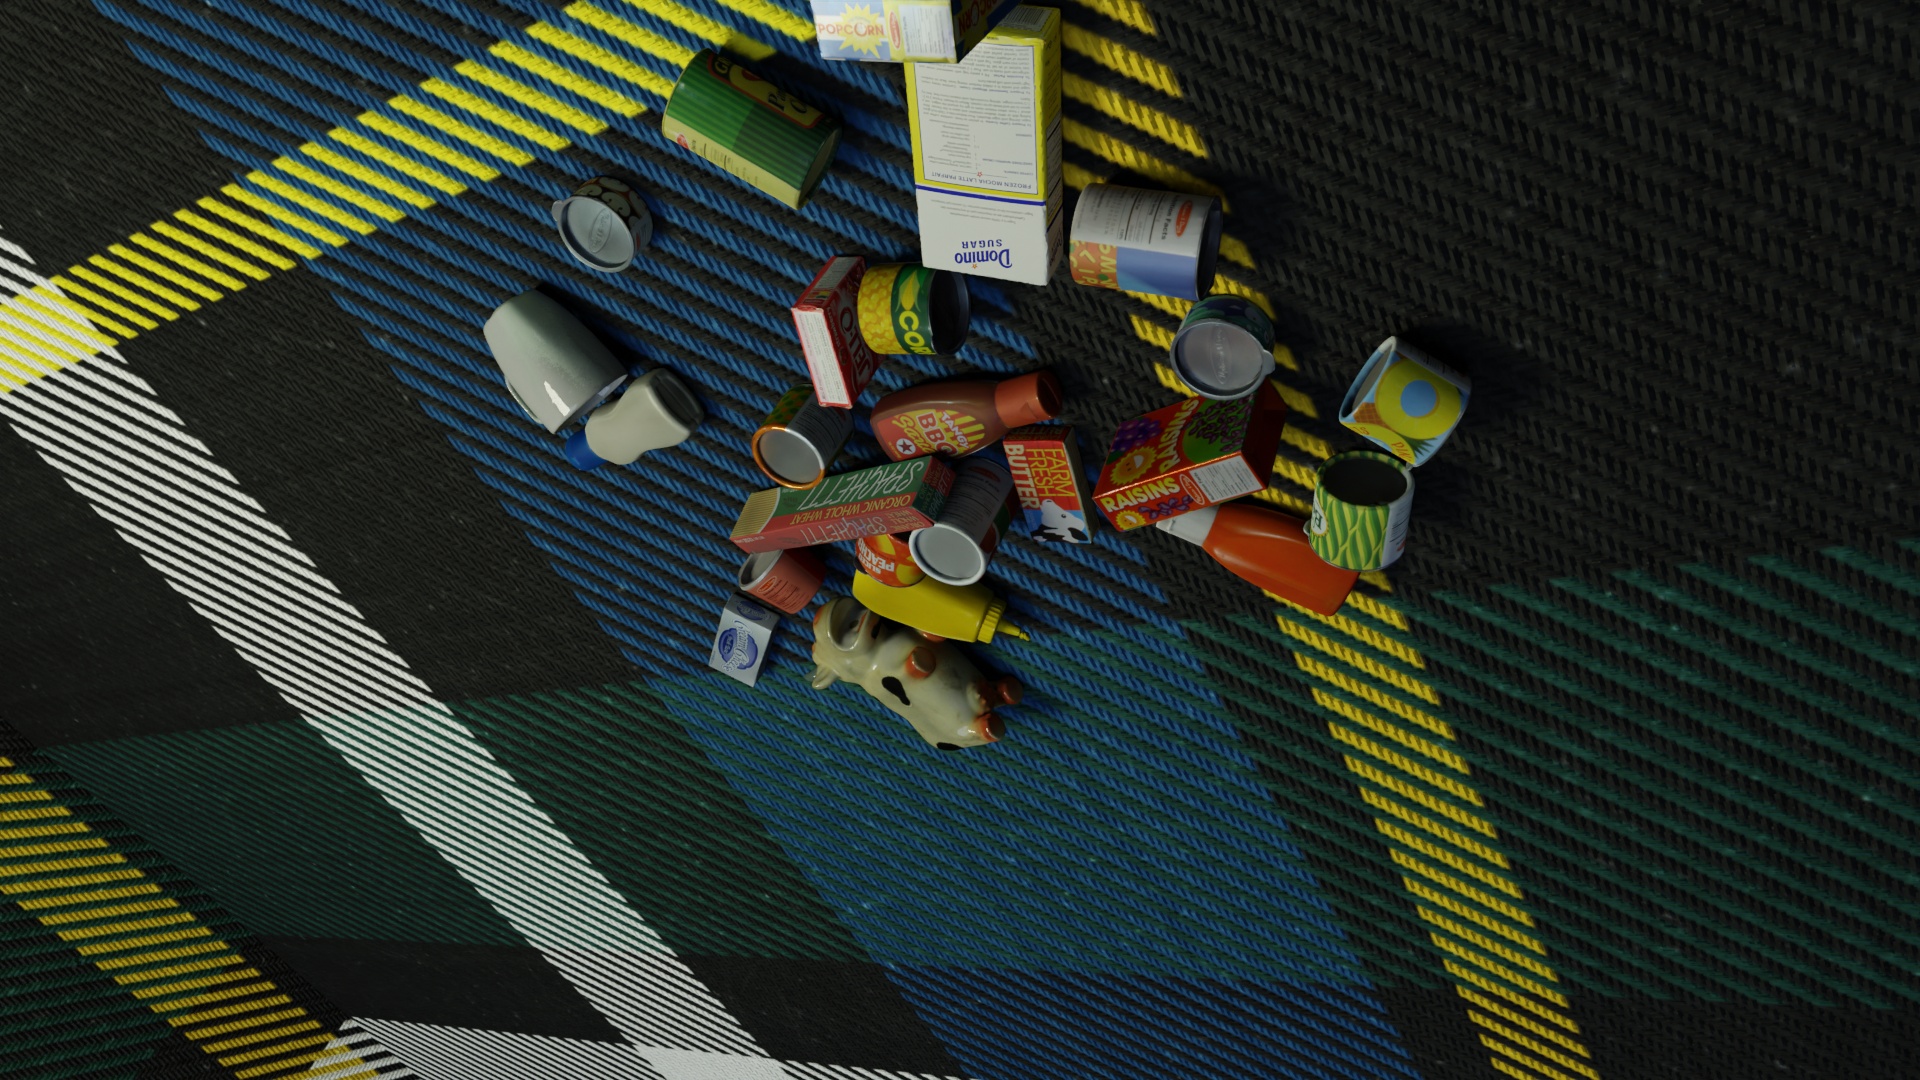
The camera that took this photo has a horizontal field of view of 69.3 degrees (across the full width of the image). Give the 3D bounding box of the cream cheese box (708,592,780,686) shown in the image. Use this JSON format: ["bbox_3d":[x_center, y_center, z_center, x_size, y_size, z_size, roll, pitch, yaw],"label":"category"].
[{"bbox_3d":[-0.213,0.099,1.370,0.053,0.024,0.103,25,138,1],"label":"cream cheese box"}]

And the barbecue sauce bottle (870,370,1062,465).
[{"bbox_3d":[0.006,-0.096,1.053,0.148,0.044,0.064,-11,128,35],"label":"barbecue sauce bottle"}]

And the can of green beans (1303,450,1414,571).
[{"bbox_3d":[0.278,-0.021,0.965,0.071,0.071,0.057,11,134,18],"label":"can of green beans"}]

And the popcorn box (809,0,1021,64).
[{"bbox_3d":[-0.020,-0.313,0.794,0.085,0.127,0.038,9,130,19],"label":"popcorn box"}]

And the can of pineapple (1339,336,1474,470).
[{"bbox_3d":[0.285,-0.088,0.895,0.058,0.071,0.070,30,138,0],"label":"can of pineapple"}]

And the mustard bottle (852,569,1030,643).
[{"bbox_3d":[-0.013,0.053,1.203,0.160,0.049,0.065,23,139,5],"label":"mustard bottle"}]

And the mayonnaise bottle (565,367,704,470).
[{"bbox_3d":[-0.289,-0.099,1.207,0.147,0.041,0.064,-19,118,40],"label":"mayonnaise bottle"}]

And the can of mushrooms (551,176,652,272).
[{"bbox_3d":[-0.274,-0.244,1.063,0.071,0.034,0.070,15,137,15],"label":"can of mushrooms"}]

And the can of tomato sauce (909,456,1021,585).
[{"bbox_3d":[0.004,-0.014,1.103,0.071,0.083,0.070,15,136,15],"label":"can of tomato sauce"}]

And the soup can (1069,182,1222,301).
[{"bbox_3d":[0.119,-0.190,0.887,0.084,0.072,0.071,11,135,19],"label":"soup can"}]

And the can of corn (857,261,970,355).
[{"bbox_3d":[-0.033,-0.163,0.988,0.058,0.071,0.070,4,132,26],"label":"can of corn"}]

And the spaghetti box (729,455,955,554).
[{"bbox_3d":[-0.102,-0.026,1.135,0.249,0.050,0.028,-8,143,47],"label":"spaghetti box"}]

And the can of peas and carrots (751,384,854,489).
[{"bbox_3d":[-0.129,-0.082,1.125,0.071,0.059,0.070,15,136,15],"label":"can of peas and carrots"}]

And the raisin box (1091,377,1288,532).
[{"bbox_3d":[0.161,-0.060,0.974,0.123,0.086,0.040,-17,126,38],"label":"raisin box"}]

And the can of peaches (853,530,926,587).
[{"bbox_3d":[-0.049,-0.003,1.152,0.071,0.071,0.057,29,137,-1],"label":"can of peaches"}]

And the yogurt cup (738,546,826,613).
[{"bbox_3d":[-0.157,0.029,1.245,0.054,0.073,0.072,38,137,-23],"label":"yogurt cup"}]

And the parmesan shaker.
[{"bbox_3d":[-0.139,-0.277,0.940,0.103,0.072,0.071,29,138,-2],"label":"parmesan shaker"}]

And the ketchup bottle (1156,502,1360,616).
[{"bbox_3d":[0.221,0.003,1.036,0.149,0.044,0.064,23,137,6],"label":"ketchup bottle"}]

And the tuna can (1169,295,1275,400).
[{"bbox_3d":[0.180,-0.130,0.936,0.071,0.033,0.070,15,136,15],"label":"tuna can"}]

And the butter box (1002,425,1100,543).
[{"bbox_3d":[0.071,-0.044,1.083,0.053,0.024,0.103,2,132,26],"label":"butter box"}]
